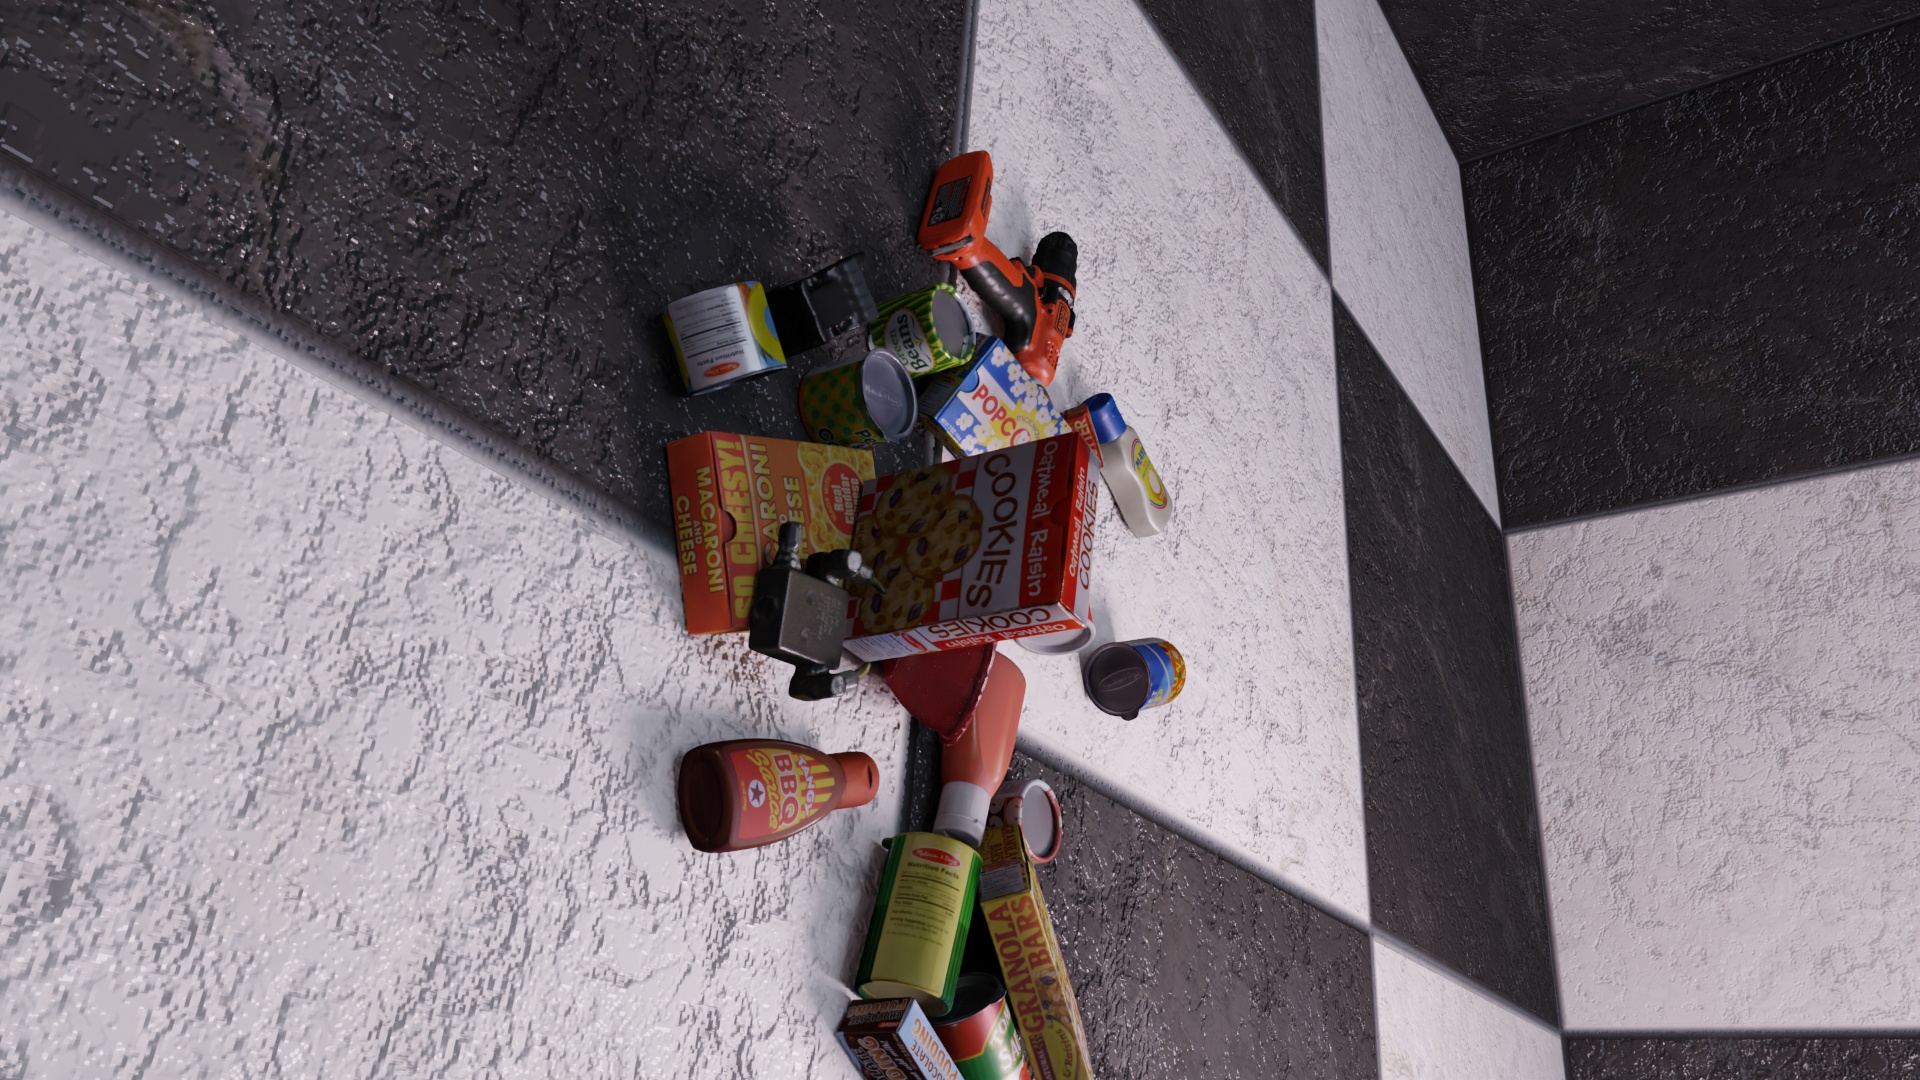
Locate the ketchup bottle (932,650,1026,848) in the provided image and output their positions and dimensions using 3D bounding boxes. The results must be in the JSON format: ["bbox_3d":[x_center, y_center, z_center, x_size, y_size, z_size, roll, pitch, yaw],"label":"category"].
[{"bbox_3d":[0.012,0.157,1.045,0.064,0.043,0.149,48,42,-37],"label":"ketchup bottle"}]

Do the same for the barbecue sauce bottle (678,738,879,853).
[{"bbox_3d":[-0.108,0.153,0.858,0.149,0.043,0.065,7,73,-57],"label":"barbecue sauce bottle"}]

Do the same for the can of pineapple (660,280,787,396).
[{"bbox_3d":[-0.149,-0.127,0.878,0.071,0.071,0.058,-25,100,-58],"label":"can of pineapple"}]

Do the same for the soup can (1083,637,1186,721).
[{"bbox_3d":[0.161,0.126,1.269,0.084,0.071,0.071,0,79,-58],"label":"soup can"}]

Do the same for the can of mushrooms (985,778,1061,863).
[{"bbox_3d":[0.050,0.223,1.090,0.071,0.033,0.071,29,55,-51],"label":"can of mushrooms"}]

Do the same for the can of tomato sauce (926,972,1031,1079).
[{"bbox_3d":[0.010,0.348,0.945,0.071,0.071,0.083,-28,103,-57],"label":"can of tomato sauce"}]

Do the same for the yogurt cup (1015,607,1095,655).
[{"bbox_3d":[0.079,0.058,1.170,0.072,0.072,0.054,42,38,-43],"label":"yogurt cup"}]

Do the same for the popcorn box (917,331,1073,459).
[{"bbox_3d":[0.028,-0.097,1.133,0.085,0.038,0.126,-51,130,-9],"label":"popcorn box"}]

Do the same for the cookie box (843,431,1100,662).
[{"bbox_3d":[0.005,0.005,0.895,0.040,0.167,0.123,42,46,-45],"label":"cookie box"}]

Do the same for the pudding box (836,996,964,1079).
[{"bbox_3d":[-0.038,0.334,0.895,0.083,0.049,0.030,64,33,-22],"label":"pudding box"}]

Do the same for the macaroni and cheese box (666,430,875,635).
[{"bbox_3d":[-0.113,-0.003,0.909,0.167,0.040,0.124,2,77,-58],"label":"macaroni and cheese box"}]

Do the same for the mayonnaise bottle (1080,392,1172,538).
[{"bbox_3d":[0.163,-0.076,1.370,0.147,0.041,0.065,60,35,-26],"label":"mayonnaise bottle"}]

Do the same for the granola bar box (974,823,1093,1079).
[{"bbox_3d":[0.053,0.305,1.004,0.124,0.039,0.165,-98,171,-80],"label":"granola bar box"}]

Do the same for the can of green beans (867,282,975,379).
[{"bbox_3d":[-0.029,-0.162,1.085,0.071,0.057,0.071,27,57,-51],"label":"can of green beans"}]

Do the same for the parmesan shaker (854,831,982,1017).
[{"bbox_3d":[-0.030,0.255,0.925,0.071,0.071,0.103,49,42,-38],"label":"parmesan shaker"}]

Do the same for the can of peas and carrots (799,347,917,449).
[{"bbox_3d":[-0.073,-0.096,0.991,0.071,0.058,0.071,26,58,-52],"label":"can of peas and carrots"}]

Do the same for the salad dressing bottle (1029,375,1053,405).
[{"bbox_3d":[0.074,-0.071,1.226,0.064,0.044,0.147,-47,119,-47],"label":"salad dressing bottle"}]

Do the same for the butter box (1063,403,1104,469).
[{"bbox_3d":[0.113,-0.094,1.279,0.104,0.024,0.053,-64,136,-79],"label":"butter box"}]
